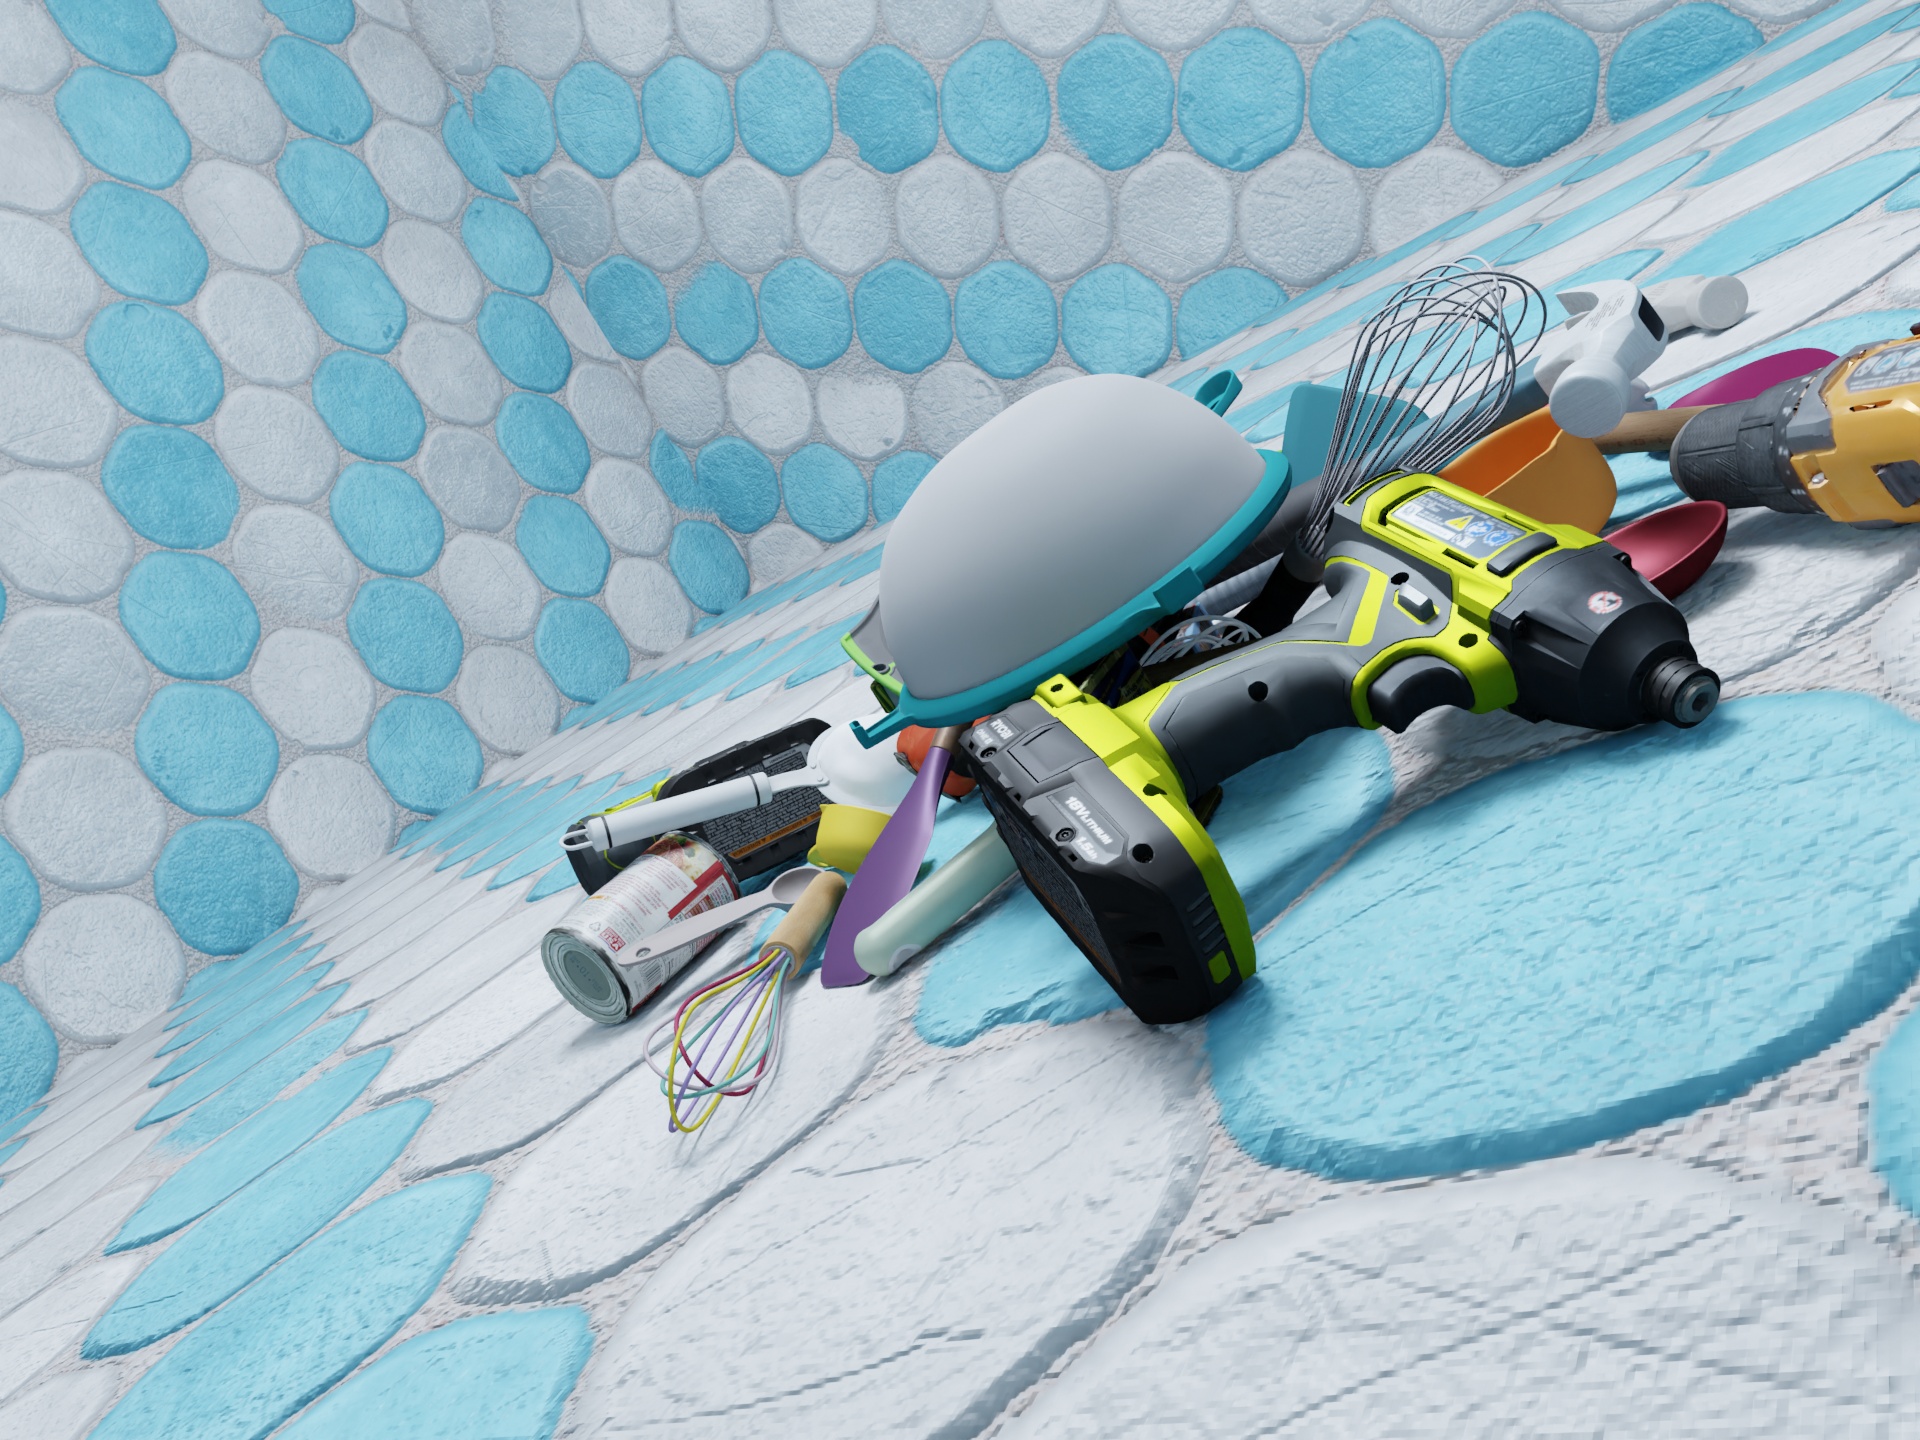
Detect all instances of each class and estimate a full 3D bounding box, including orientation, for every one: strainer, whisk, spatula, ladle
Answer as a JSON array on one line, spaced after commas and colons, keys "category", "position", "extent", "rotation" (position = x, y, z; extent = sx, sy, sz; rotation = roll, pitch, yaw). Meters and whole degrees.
[{"category": "strainer", "position": [-0.112, 0.038, 0.952], "extent": [0.258, 0.050, 0.087], "rotation": [-16, 46, -19]}, {"category": "whisk", "position": [-0.092, 0.120, 0.755], "extent": [0.051, 0.047, 0.245], "rotation": [-29, 8, 17]}, {"category": "strainer", "position": [0.063, -0.129, 0.775], "extent": [0.211, 0.095, 0.340], "rotation": [-24, 19, 38]}, {"category": "spatula", "position": [-0.001, -0.003, 0.820], "extent": [0.060, 0.018, 0.316], "rotation": [-16, 42, 52]}, {"category": "whisk", "position": [0.168, -0.094, 0.710], "extent": [0.070, 0.070, 0.284], "rotation": [-38, -15, -31]}, {"category": "whisk", "position": [0.048, 0.034, 0.739], "extent": [0.246, 0.059, 0.057], "rotation": [-39, -27, -11]}, {"category": "spatula", "position": [0.286, -0.137, 0.775], "extent": [0.044, 0.082, 0.318], "rotation": [6, 0, -34]}, {"category": "ladle", "position": [0.157, -0.034, 0.674], "extent": [0.315, 0.031, 0.069], "rotation": [-14, 20, 27]}]

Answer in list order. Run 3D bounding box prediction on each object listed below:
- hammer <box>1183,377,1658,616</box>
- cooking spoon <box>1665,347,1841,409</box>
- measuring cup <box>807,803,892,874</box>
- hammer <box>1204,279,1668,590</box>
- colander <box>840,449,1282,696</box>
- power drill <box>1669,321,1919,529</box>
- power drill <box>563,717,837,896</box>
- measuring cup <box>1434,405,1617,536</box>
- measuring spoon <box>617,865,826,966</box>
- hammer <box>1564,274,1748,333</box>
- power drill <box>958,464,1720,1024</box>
[{"category": "hammer", "position": [0.210, -0.107, 0.946], "extent": [0.386, 0.038, 0.143], "rotation": [-27, 11, 20]}, {"category": "cooking spoon", "position": [0.406, -0.148, 0.660], "extent": [0.069, 0.017, 0.319], "rotation": [-43, 13, -13]}, {"category": "measuring cup", "position": [-0.064, 0.078, 0.883], "extent": [0.156, 0.062, 0.029], "rotation": [143, 144, -66]}, {"category": "hammer", "position": [0.195, -0.117, 0.789], "extent": [0.331, 0.033, 0.128], "rotation": [-28, 17, 50]}, {"category": "colander", "position": [0.098, -0.147, 1.103], "extent": [0.397, 0.094, 0.205], "rotation": [-27, 39, -22]}, {"category": "power drill", "position": [0.377, -0.158, 0.571], "extent": [0.226, 0.084, 0.185], "rotation": [-48, 13, -9]}, {"category": "power drill", "position": [-0.158, 0.058, 1.098], "extent": [0.190, 0.080, 0.228], "rotation": [-25, 5, -27]}, {"category": "measuring cup", "position": [0.226, -0.069, 0.723], "extent": [0.173, 0.052, 0.095], "rotation": [-45, 11, -12]}, {"category": "measuring spoon", "position": [-0.129, 0.114, 0.881], "extent": [0.124, 0.018, 0.034], "rotation": [-22, 31, -11]}, {"category": "hammer", "position": [0.321, -0.187, 1.015], "extent": [0.331, 0.031, 0.130], "rotation": [-30, 12, 7]}, {"category": "power drill", "position": [0.127, 0.001, 0.554], "extent": [0.223, 0.080, 0.171], "rotation": [-31, 33, -8]}]
